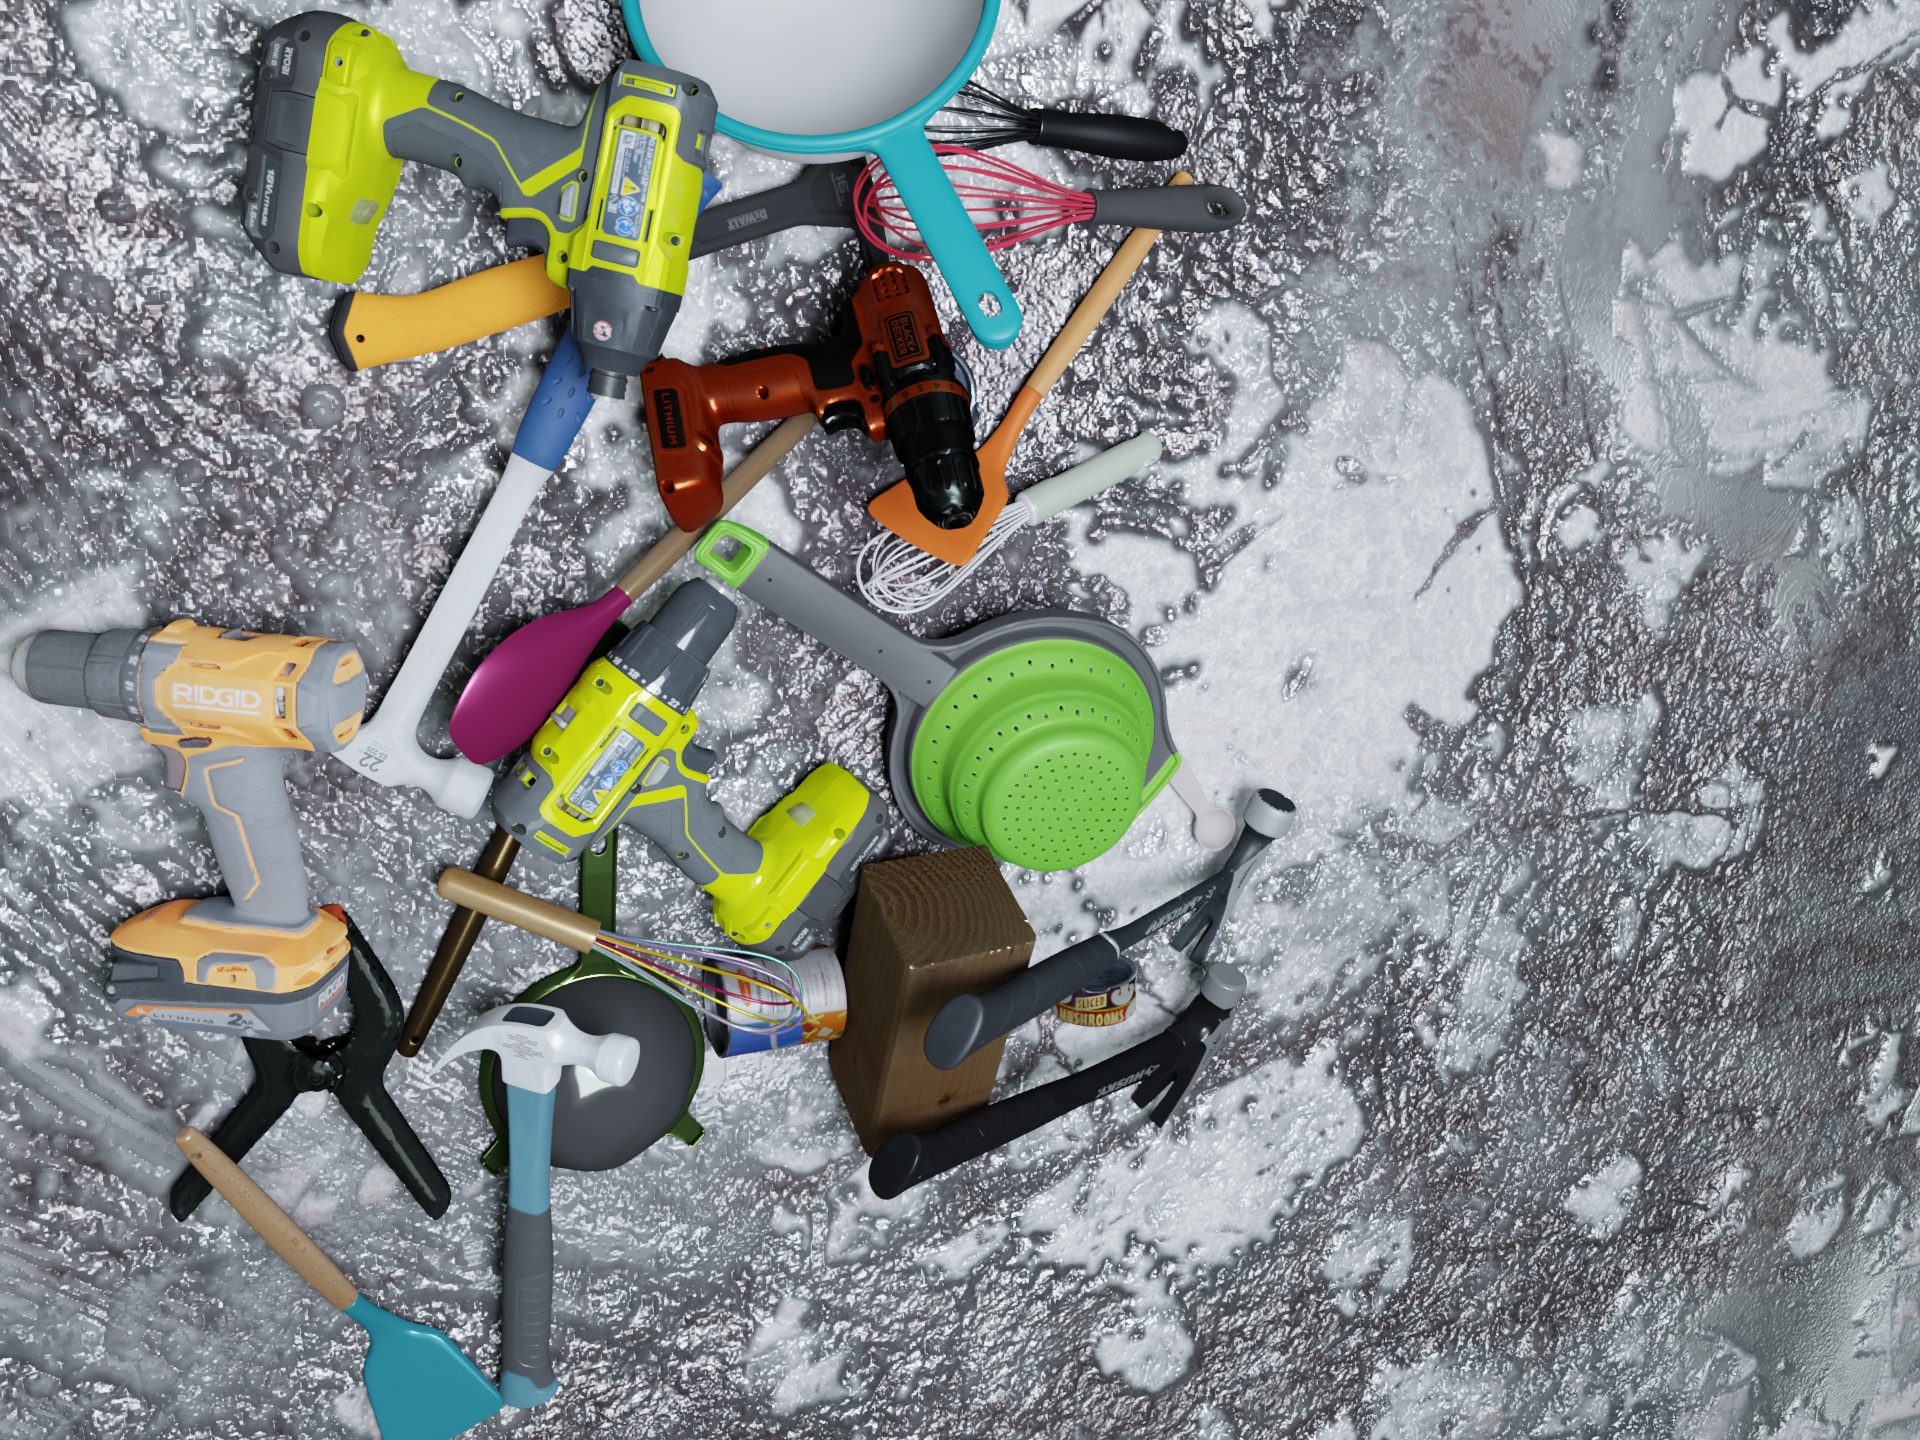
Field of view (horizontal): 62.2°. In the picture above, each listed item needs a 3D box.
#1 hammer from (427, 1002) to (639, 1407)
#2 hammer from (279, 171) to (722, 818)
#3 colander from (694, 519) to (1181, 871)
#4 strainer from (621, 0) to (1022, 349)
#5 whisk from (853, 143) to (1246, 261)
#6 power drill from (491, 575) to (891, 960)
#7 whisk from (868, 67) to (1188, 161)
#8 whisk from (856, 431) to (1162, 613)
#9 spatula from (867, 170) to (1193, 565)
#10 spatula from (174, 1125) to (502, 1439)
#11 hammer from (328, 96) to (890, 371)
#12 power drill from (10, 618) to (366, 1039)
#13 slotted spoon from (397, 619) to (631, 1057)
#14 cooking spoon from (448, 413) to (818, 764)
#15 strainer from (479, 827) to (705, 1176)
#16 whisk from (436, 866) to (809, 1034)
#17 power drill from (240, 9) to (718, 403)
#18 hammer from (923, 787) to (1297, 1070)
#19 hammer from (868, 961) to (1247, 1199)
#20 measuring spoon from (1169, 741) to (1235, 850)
[{"bbox_3d":[-0.277,0.321,1.025,0.128,0.033,0.330,15,117,11],"label":"hammer"},{"bbox_3d":[-0.259,-0.144,0.923,0.144,0.035,0.405,27,98,-20],"label":"hammer"},{"bbox_3d":[-0.002,-0.003,1.035,0.396,0.095,0.204,32,108,-31],"label":"colander"},{"bbox_3d":[-0.054,-0.347,0.907,0.211,0.095,0.340,-27,83,-6],"label":"strainer"},{"bbox_3d":[0.065,-0.329,1.014,0.295,0.073,0.073,-9,107,-29],"label":"whisk"},{"bbox_3d":[-0.153,0.036,1.003,0.228,0.080,0.190,40,86,-37],"label":"power drill"},{"bbox_3d":[0.046,-0.382,1.023,0.239,0.055,0.055,-4,106,-28],"label":"whisk"},{"bbox_3d":[0.038,-0.141,1.082,0.246,0.057,0.059,-29,82,-19],"label":"whisk"},{"bbox_3d":[0.062,-0.242,1.063,0.081,0.041,0.322,33,84,17],"label":"spatula"},{"bbox_3d":[-0.397,0.358,1.000,0.082,0.044,0.317,-25,128,-5],"label":"spatula"},{"bbox_3d":[-0.203,-0.265,0.948,0.337,0.034,0.127,-22,111,-17],"label":"hammer"},{"bbox_3d":[-0.433,0.055,0.893,0.185,0.084,0.226,6,104,1],"label":"power drill"},{"bbox_3d":[-0.288,0.073,1.005,0.070,0.031,0.314,24,95,-26],"label":"slotted spoon"},{"bbox_3d":[-0.188,-0.094,0.970,0.319,0.017,0.068,-49,145,-20],"label":"cooking spoon"},{"bbox_3d":[-0.232,0.190,1.036,0.151,0.069,0.256,-2,106,-23],"label":"strainer"},{"bbox_3d":[-0.208,0.142,0.998,0.245,0.047,0.051,23,83,-9],"label":"whisk"},{"bbox_3d":[-0.253,-0.274,0.844,0.223,0.080,0.171,14,102,2],"label":"power drill"},{"bbox_3d":[0.104,0.151,1.069,0.409,0.036,0.149,-17,136,-54],"label":"hammer"},{"bbox_3d":[0.070,0.271,1.130,0.334,0.035,0.146,-11,133,-42],"label":"hammer"},{"bbox_3d":[0.168,0.047,1.208,0.034,0.018,0.124,-38,109,-10],"label":"measuring spoon"}]
